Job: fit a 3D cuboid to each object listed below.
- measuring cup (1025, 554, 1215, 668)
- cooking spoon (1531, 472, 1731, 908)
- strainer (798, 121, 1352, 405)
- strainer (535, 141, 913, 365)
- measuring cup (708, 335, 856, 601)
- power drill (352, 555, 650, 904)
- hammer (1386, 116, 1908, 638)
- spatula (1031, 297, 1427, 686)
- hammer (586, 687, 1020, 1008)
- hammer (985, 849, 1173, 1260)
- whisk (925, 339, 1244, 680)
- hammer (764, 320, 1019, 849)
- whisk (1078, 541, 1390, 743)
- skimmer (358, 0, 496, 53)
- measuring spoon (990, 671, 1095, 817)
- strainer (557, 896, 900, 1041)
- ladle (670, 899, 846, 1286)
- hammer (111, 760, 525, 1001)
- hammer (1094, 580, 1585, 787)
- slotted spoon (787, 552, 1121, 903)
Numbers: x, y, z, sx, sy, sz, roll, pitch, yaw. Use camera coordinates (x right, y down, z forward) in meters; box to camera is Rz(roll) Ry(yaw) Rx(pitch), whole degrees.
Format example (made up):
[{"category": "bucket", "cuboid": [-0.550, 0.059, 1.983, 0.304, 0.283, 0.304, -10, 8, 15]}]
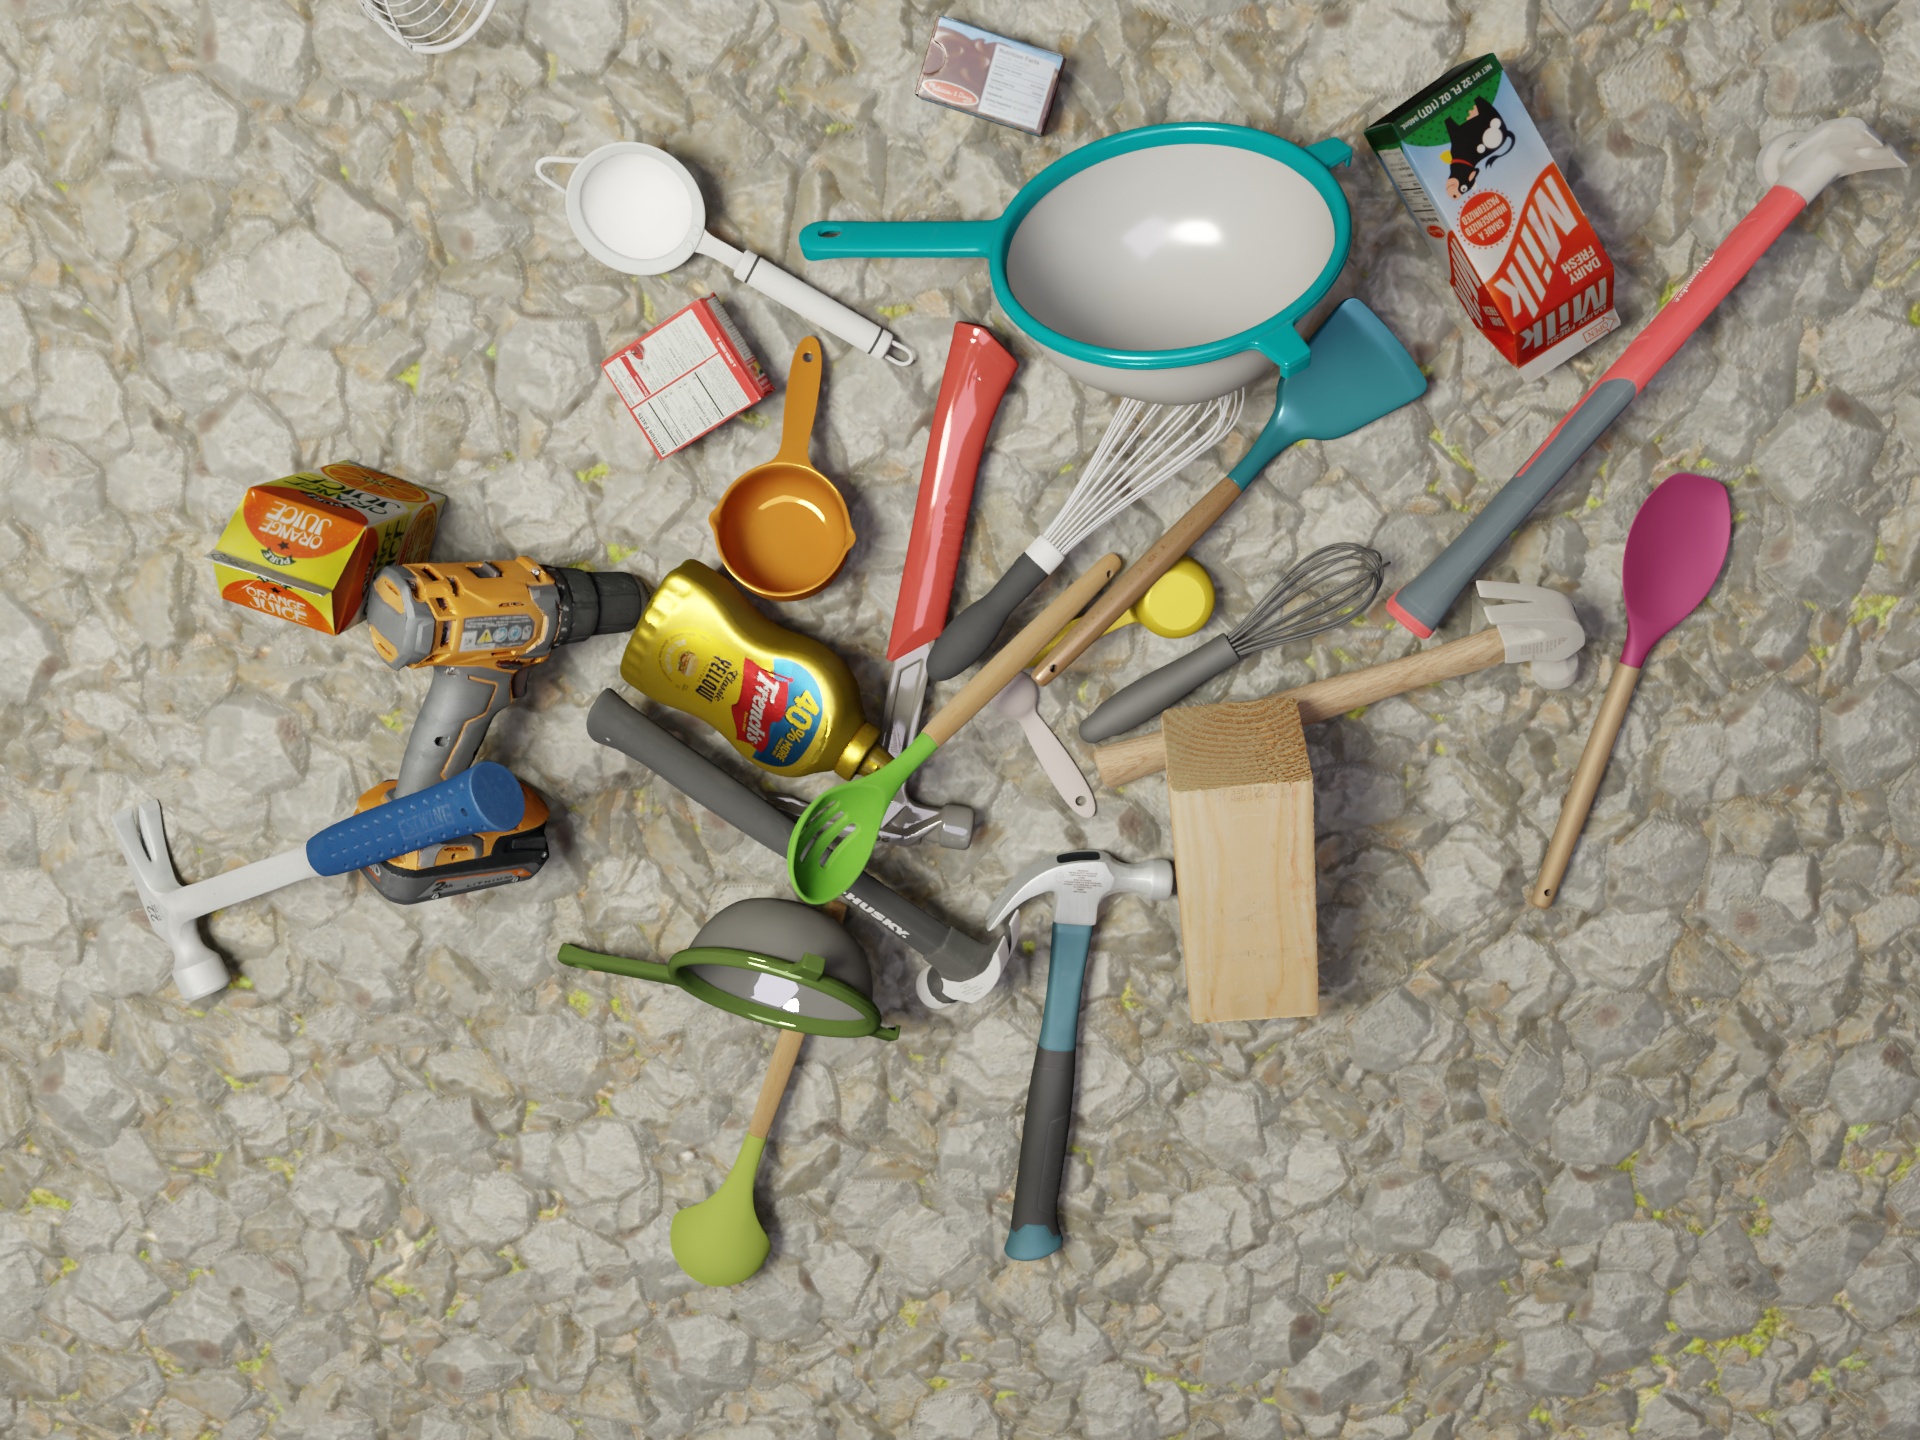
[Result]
[{"category": "measuring cup", "cuboid": [0.099, -0.065, 1.080, 0.156, 0.029, 0.062, -22, 105, 4]}, {"category": "cooking spoon", "cuboid": [0.455, -0.015, 1.103, 0.068, 0.017, 0.318, 14, 105, -3]}, {"category": "strainer", "cuboid": [0.067, -0.266, 0.982, 0.340, 0.211, 0.095, 6, 147, 18]}, {"category": "strainer", "cuboid": [-0.143, -0.292, 1.010, 0.258, 0.050, 0.086, 28, 127, -14]}, {"category": "measuring cup", "cuboid": [-0.110, -0.163, 1.048, 0.095, 0.052, 0.174, 8, 84, -1]}, {"category": "power drill", "cuboid": [-0.303, -0.002, 1.051, 0.084, 0.185, 0.226, 35, 120, 36]}, {"category": "hammer", "cuboid": [0.412, -0.203, 0.995, 0.038, 0.143, 0.386, 37, 107, -6]}, {"category": "spatula", "cuboid": [0.163, -0.136, 1.039, 0.317, 0.044, 0.082, -45, 106, 1]}, {"category": "hammer", "cuboid": [-0.107, 0.084, 1.075, 0.334, 0.146, 0.035, 36, 58, -10]}, {"category": "hammer", "cuboid": [0.071, 0.252, 1.173, 0.128, 0.033, 0.331, 5, 106, -2]}, {"category": "whisk", "cuboid": [0.077, -0.131, 1.032, 0.070, 0.070, 0.284, 42, 98, -11]}, {"category": "hammer", "cuboid": [-0.033, -0.087, 1.072, 0.149, 0.037, 0.359, 11, 107, -3]}, {"category": "whisk", "cuboid": [0.183, -0.048, 1.080, 0.239, 0.055, 0.055, -31, 104, 12]}, {"category": "skimmer", "cuboid": [-0.188, -0.464, 0.965, 0.363, 0.090, 0.127, 0, 104, -11]}, {"category": "measuring spoon", "cuboid": [0.061, 0.020, 1.112, 0.034, 0.018, 0.124, -31, 105, 8]}, {"category": "strainer", "cuboid": [-0.168, 0.159, 1.114, 0.256, 0.151, 0.069, 5, 64, 24]}, {"category": "ladle", "cuboid": [-0.141, 0.279, 1.183, 0.078, 0.062, 0.320, 19, 99, -3]}, {"category": "hammer", "cuboid": [-0.421, 0.085, 1.023, 0.405, 0.035, 0.144, -17, 98, 36]}, {"category": "hammer", "cuboid": [0.250, -0.017, 1.072, 0.331, 0.031, 0.129, -18, 151, 12]}, {"category": "slotted spoon", "cuboid": [-0.002, -0.003, 1.037, 0.314, 0.031, 0.070, -45, 132, -15]}]
